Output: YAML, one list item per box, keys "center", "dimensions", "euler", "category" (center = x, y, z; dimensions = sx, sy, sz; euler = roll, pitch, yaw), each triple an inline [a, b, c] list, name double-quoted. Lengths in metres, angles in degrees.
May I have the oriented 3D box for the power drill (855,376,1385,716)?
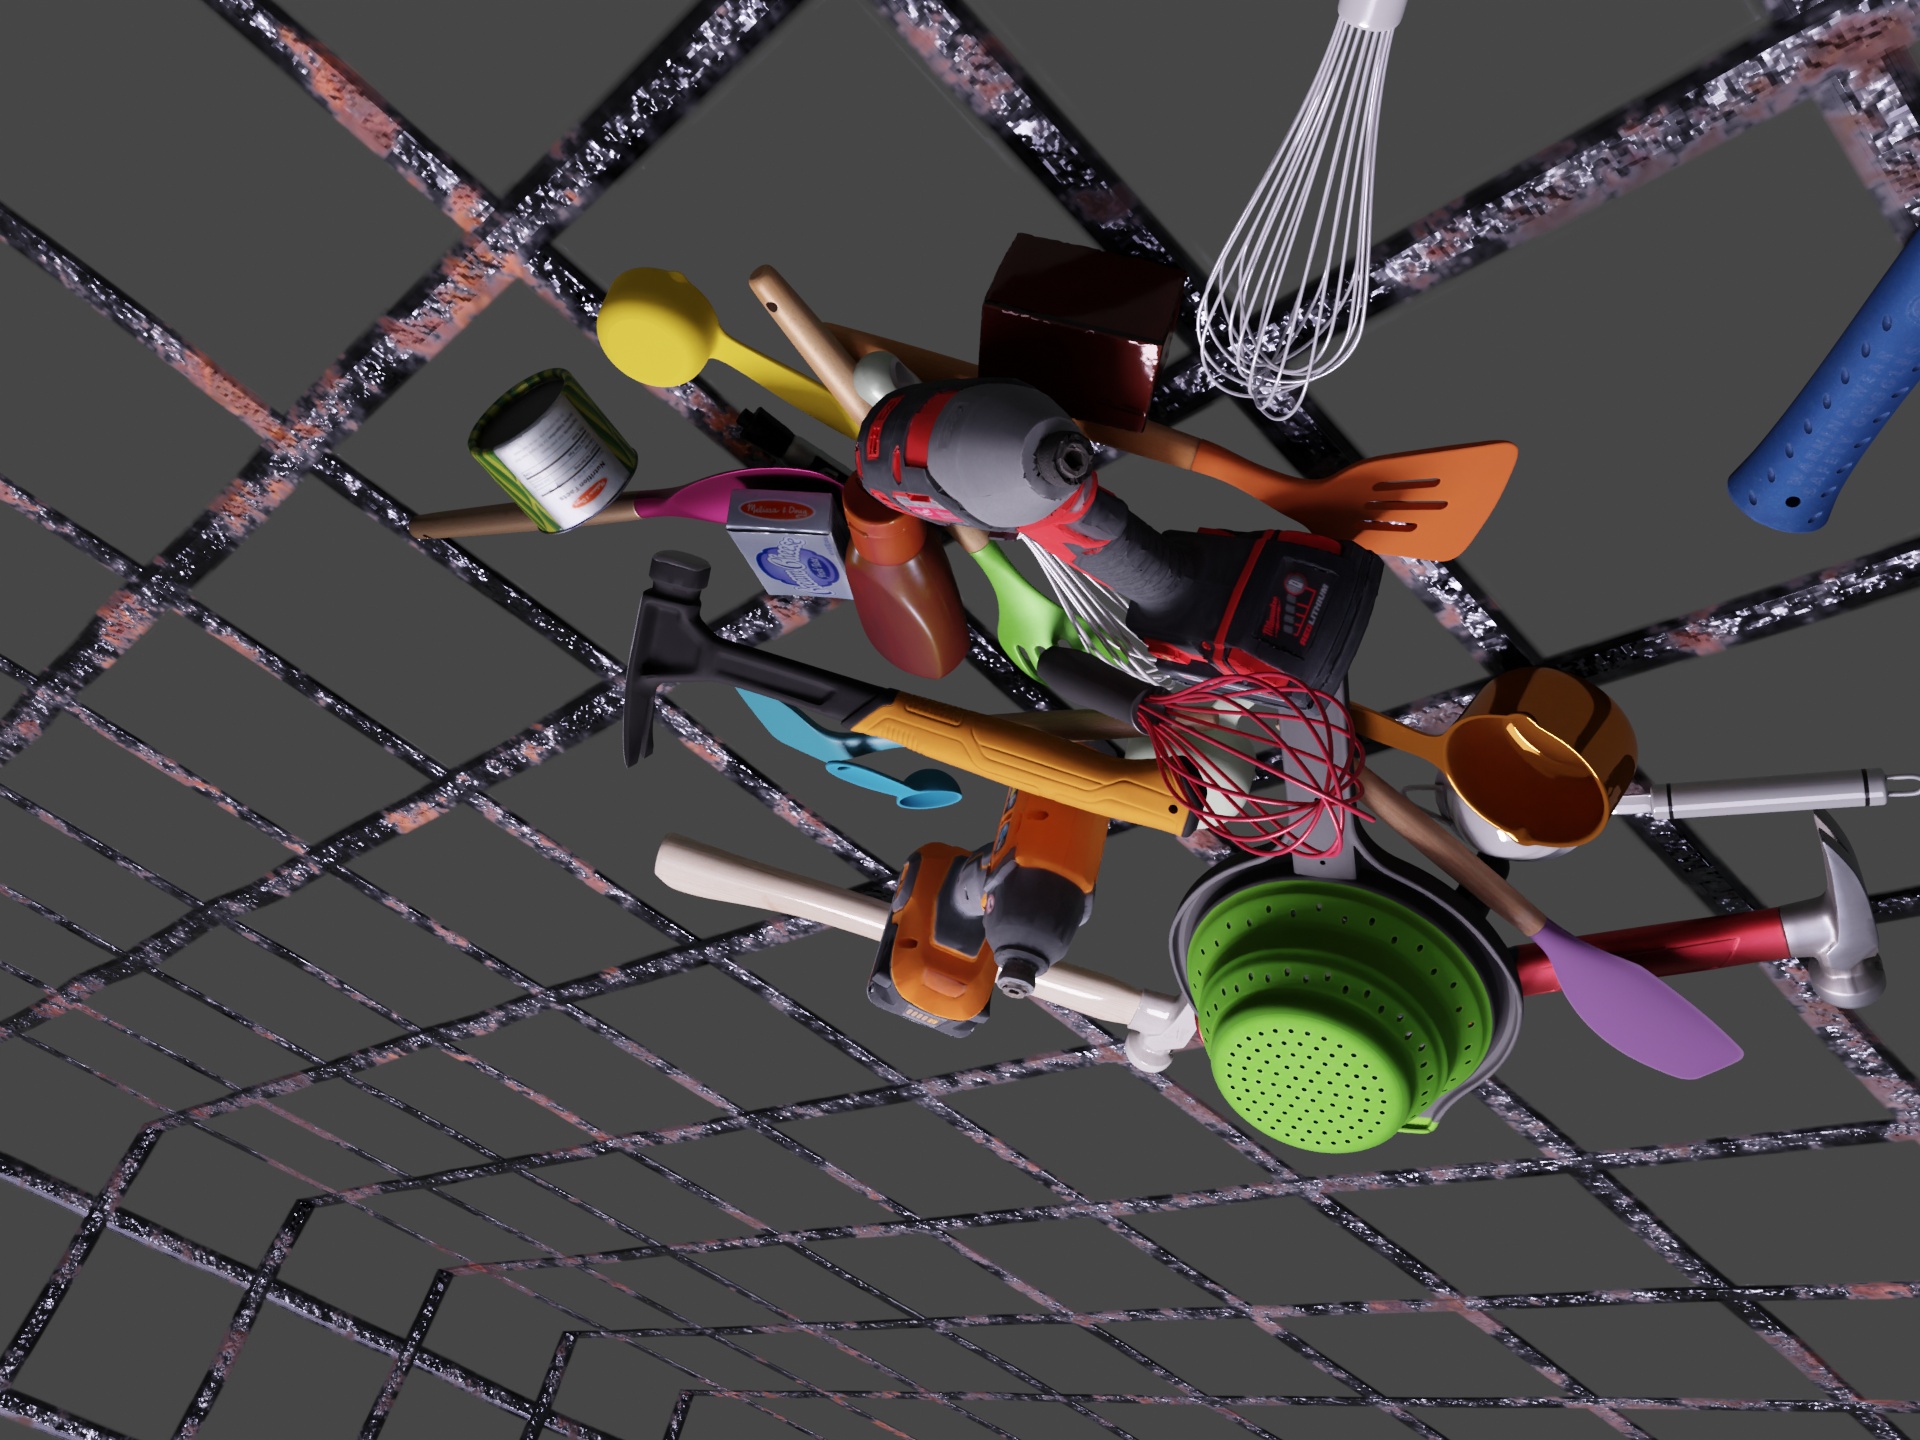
- center: [0.072, -0.081, 0.694]
  dimensions: [0.219, 0.078, 0.143]
  euler: [24, 177, -30]
  category: "power drill"

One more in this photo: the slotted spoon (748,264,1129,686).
- center: [-0.007, -0.106, 0.796]
  dimensions: [0.070, 0.031, 0.313]
  euler: [-7, 140, 37]
  category: "slotted spoon"

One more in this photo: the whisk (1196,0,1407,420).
- center: [0.138, -0.228, 0.568]
  dimensions: [0.070, 0.070, 0.284]
  euler: [14, 139, 6]
  category: "whisk"

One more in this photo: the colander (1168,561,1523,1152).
- center: [0.190, 0.107, 0.857]
  dimensions: [0.204, 0.094, 0.396]
  euler: [4, 125, 26]
  category: "colander"

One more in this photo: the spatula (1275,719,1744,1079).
- center: [0.296, 0.098, 0.874]
  dimensions: [0.316, 0.018, 0.059]
  euler: [39, 136, -5]
  category: "spatula"

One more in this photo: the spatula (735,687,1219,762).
- center: [-0.001, -0.003, 0.933]
  dimensions: [0.317, 0.044, 0.082]
  euler: [-3, 141, 26]
  category: "spatula"

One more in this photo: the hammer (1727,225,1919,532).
- center: [0.356, -0.210, 0.504]
  dimensions: [0.144, 0.035, 0.405]
  euler: [15, 144, 4]
  category: "hammer"

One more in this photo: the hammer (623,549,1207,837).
- center: [-0.029, 0.008, 0.890]
  dimensions: [0.337, 0.034, 0.127]
  euler: [17, 106, 11]
  category: "hammer"

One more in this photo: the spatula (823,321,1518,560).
- center: [0.088, -0.136, 0.736]
  dimensions: [0.322, 0.041, 0.081]
  euler: [19, 146, 6]
  category: "spatula"

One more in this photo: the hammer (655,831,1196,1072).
- center: [-0.023, 0.153, 1.157]
  dimensions: [0.410, 0.038, 0.146]
  euler: [18, 143, 2]
  category: "hammer"

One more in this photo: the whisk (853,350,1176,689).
- center: [0.036, -0.093, 0.777]
  dimensions: [0.059, 0.058, 0.246]
  euler: [-25, 128, 35]
  category: "whisk"

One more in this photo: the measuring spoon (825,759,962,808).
- center: [-0.043, 0.032, 0.981]
  dimensions: [0.042, 0.021, 0.128]
  euler: [-16, 159, 28]
  category: "measuring spoon"

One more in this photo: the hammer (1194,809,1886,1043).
- center: [0.316, 0.139, 0.932]
  dimensions: [0.386, 0.038, 0.143]
  euler: [-14, 129, 26]
  category: "hammer"

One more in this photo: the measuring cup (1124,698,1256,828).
- center: [0.145, 0.010, 0.888]
  dimensions: [0.083, 0.038, 0.167]
  euler: [23, 145, -6]
  category: "measuring cup"

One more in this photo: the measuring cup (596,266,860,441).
- center: [-0.104, -0.164, 0.774]
  dimensions: [0.156, 0.029, 0.062]
  euler: [27, 144, -10]
  category: "measuring cup"

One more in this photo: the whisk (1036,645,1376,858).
- center: [0.094, -0.001, 0.708]
  dimensions: [0.073, 0.073, 0.296]
  euler: [35, 180, -21]
  category: "whisk"

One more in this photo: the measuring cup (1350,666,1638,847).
- center: [0.263, 0.001, 0.826]
  dimensions: [0.174, 0.052, 0.095]
  euler: [25, 147, 37]
  category: "measuring cup"

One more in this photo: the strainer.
- center: [0.361, 0.043, 0.839]
  dimensions: [0.258, 0.050, 0.086]
  euler: [-6, 123, 26]
  category: "strainer"

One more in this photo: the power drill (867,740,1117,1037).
- center: [0.018, 0.120, 0.987]
  dimensions: [0.084, 0.164, 0.226]
  euler: [24, 146, -12]
  category: "power drill"

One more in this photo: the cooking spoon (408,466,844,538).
- center: [-0.192, -0.116, 0.867]
  dimensions: [0.319, 0.017, 0.068]
  euler: [-1, 166, 32]
  category: "cooking spoon"
